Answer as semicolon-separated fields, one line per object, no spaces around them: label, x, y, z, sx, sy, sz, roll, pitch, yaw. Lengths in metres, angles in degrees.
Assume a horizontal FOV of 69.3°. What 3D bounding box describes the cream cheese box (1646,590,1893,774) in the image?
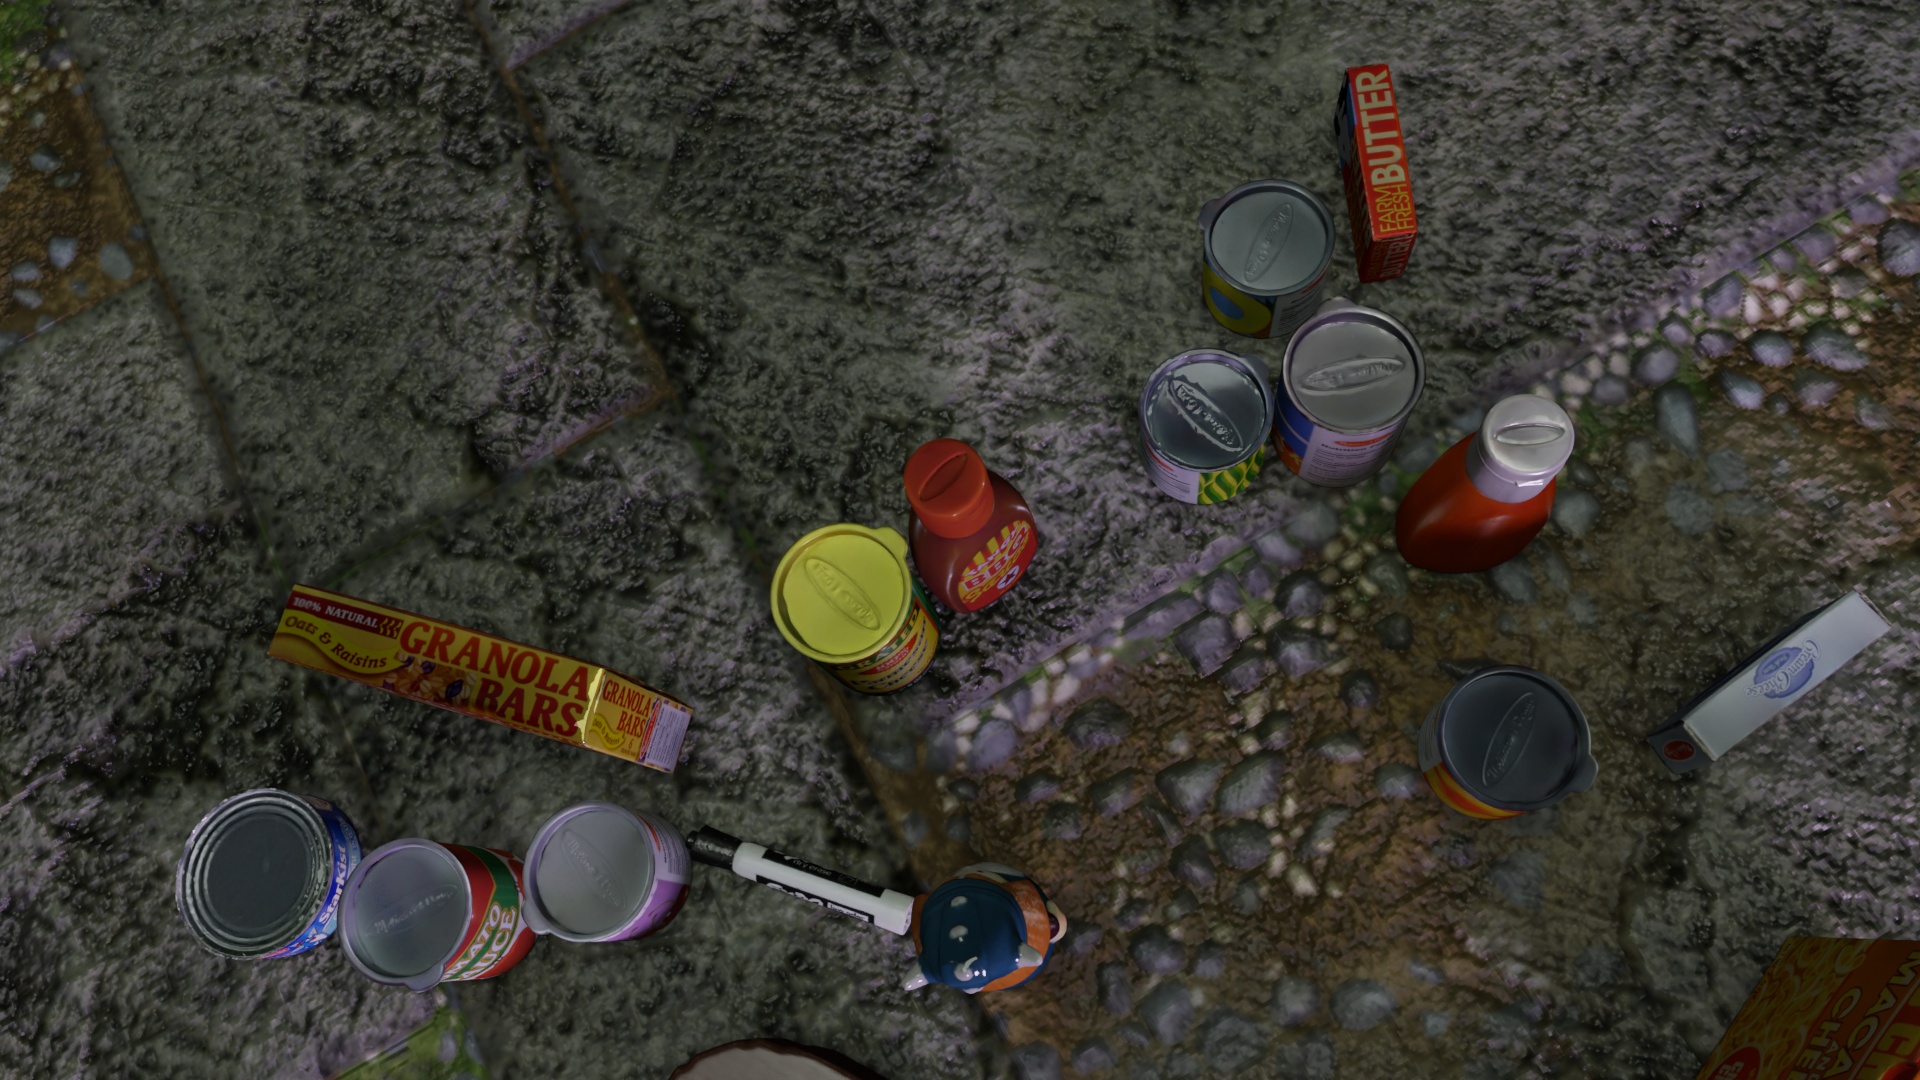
cream cheese box;0.371;0.066;0.643;0.104;0.053;0.024;-36;73;-3

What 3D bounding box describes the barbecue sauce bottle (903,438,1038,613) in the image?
barbecue sauce bottle;0.002;-0.008;0.666;0.065;0.148;0.044;-45;73;-5

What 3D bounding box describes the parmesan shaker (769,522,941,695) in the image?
parmesan shaker;-0.046;0.035;0.684;0.071;0.103;0.071;-2;74;8

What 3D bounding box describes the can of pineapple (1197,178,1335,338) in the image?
can of pineapple;0.160;-0.149;0.733;0.071;0.057;0.071;-2;74;7

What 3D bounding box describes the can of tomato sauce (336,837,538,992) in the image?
can of tomato sauce;-0.250;0.183;0.680;0.071;0.083;0.071;-2;74;8

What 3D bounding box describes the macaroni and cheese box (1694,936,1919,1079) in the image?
macaroni and cheese box;0.344;0.216;0.543;0.040;0.166;0.124;36;82;16

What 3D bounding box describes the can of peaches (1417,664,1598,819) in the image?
can of peaches;0.253;0.097;0.648;0.071;0.058;0.071;-2;74;7

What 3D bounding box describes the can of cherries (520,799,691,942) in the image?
can of cherries;-0.175;0.166;0.688;0.071;0.058;0.071;-2;74;7

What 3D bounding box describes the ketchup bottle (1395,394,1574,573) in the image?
ketchup bottle;0.243;-0.023;0.637;0.065;0.148;0.043;-4;74;7

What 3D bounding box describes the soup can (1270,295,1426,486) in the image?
soup can;0.190;-0.072;0.693;0.071;0.083;0.071;-2;74;8

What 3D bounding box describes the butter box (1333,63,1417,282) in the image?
butter box;0.221;-0.195;0.740;0.024;0.053;0.104;-6;73;7

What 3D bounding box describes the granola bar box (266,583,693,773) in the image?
granola bar box;-0.231;0.070;0.689;0.166;0.124;0.039;13;77;12

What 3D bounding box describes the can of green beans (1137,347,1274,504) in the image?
can of green beans;0.125;-0.057;0.711;0.071;0.057;0.071;-2;74;7
